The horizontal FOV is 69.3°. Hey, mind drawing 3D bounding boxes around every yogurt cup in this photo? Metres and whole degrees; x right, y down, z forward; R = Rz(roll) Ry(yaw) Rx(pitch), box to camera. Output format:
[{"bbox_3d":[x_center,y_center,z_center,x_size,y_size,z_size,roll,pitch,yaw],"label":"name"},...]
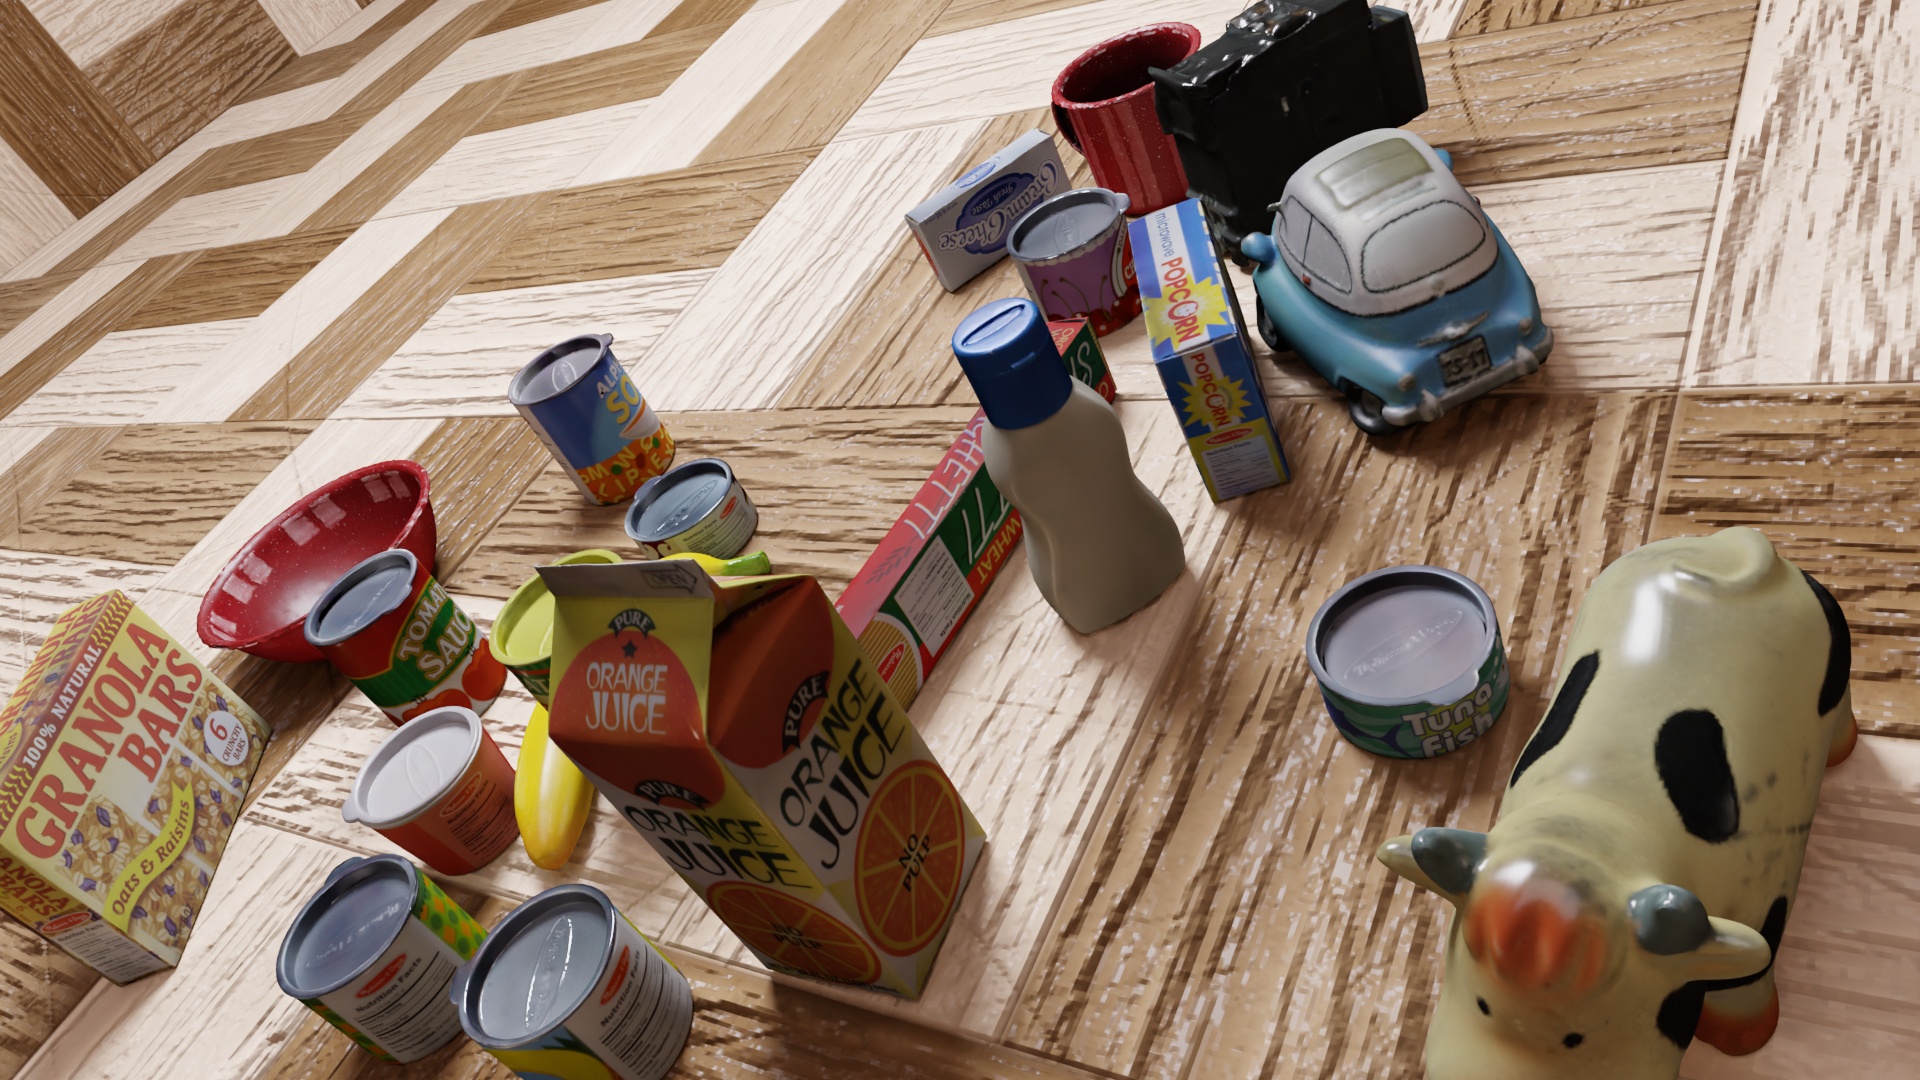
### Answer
[{"bbox_3d":[-0.240,0.120,0.652,0.072,0.053,0.073,-18,38,15],"label":"yogurt cup"}]

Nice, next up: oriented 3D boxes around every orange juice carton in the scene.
[{"bbox_3d":[-0.069,0.074,0.478,0.072,0.192,0.073,-1,45,33],"label":"orange juice carton"}]

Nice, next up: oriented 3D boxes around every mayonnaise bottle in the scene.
[{"bbox_3d":[0.042,-0.030,0.566,0.065,0.147,0.041,-34,37,-6],"label":"mayonnaise bottle"}]

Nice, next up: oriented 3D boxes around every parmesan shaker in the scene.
[{"bbox_3d":[-0.149,0.063,0.619,0.071,0.102,0.072,-18,38,15],"label":"parmesan shaker"}]

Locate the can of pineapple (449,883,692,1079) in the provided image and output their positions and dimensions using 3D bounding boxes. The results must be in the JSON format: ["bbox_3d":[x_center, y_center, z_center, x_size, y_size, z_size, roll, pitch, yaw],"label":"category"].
[{"bbox_3d":[-0.145,0.173,0.523,0.071,0.057,0.071,-18,38,15],"label":"can of pineapple"}]

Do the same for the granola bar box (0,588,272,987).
[{"bbox_3d":[-0.436,0.125,0.716,0.039,0.123,0.166,-22,37,10],"label":"granola bar box"}]

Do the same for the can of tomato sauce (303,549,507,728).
[{"bbox_3d":[-0.290,0.056,0.736,0.071,0.082,0.071,-18,38,15],"label":"can of tomato sauce"}]

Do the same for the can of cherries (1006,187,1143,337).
[{"bbox_3d":[0.069,-0.153,0.768,0.071,0.058,0.072,-18,38,15],"label":"can of cherries"}]

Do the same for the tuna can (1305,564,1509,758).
[{"bbox_3d":[0.161,0.044,0.495,0.071,0.032,0.071,-18,38,15],"label":"tuna can"}]

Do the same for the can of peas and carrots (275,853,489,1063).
[{"bbox_3d":[-0.240,0.174,0.584,0.071,0.058,0.071,-18,38,15],"label":"can of peas and carrots"}]

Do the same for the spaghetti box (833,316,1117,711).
[{"bbox_3d":[0.002,-0.008,0.648,0.028,0.050,0.251,6,49,39],"label":"spaghetti box"}]

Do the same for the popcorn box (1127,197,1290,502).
[{"bbox_3d":[0.113,-0.090,0.642,0.038,0.085,0.127,-18,38,15],"label":"popcorn box"}]

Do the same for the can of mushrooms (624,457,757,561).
[{"bbox_3d":[-0.149,-0.013,0.766,0.071,0.033,0.071,-18,38,15],"label":"can of mushrooms"}]

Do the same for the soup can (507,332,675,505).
[{"bbox_3d":[-0.220,-0.074,0.844,0.071,0.083,0.072,-18,38,15],"label":"soup can"}]

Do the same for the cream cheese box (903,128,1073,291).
[{"bbox_3d":[0.020,-0.206,0.867,0.104,0.053,0.024,-36,37,-9],"label":"cream cheese box"}]
